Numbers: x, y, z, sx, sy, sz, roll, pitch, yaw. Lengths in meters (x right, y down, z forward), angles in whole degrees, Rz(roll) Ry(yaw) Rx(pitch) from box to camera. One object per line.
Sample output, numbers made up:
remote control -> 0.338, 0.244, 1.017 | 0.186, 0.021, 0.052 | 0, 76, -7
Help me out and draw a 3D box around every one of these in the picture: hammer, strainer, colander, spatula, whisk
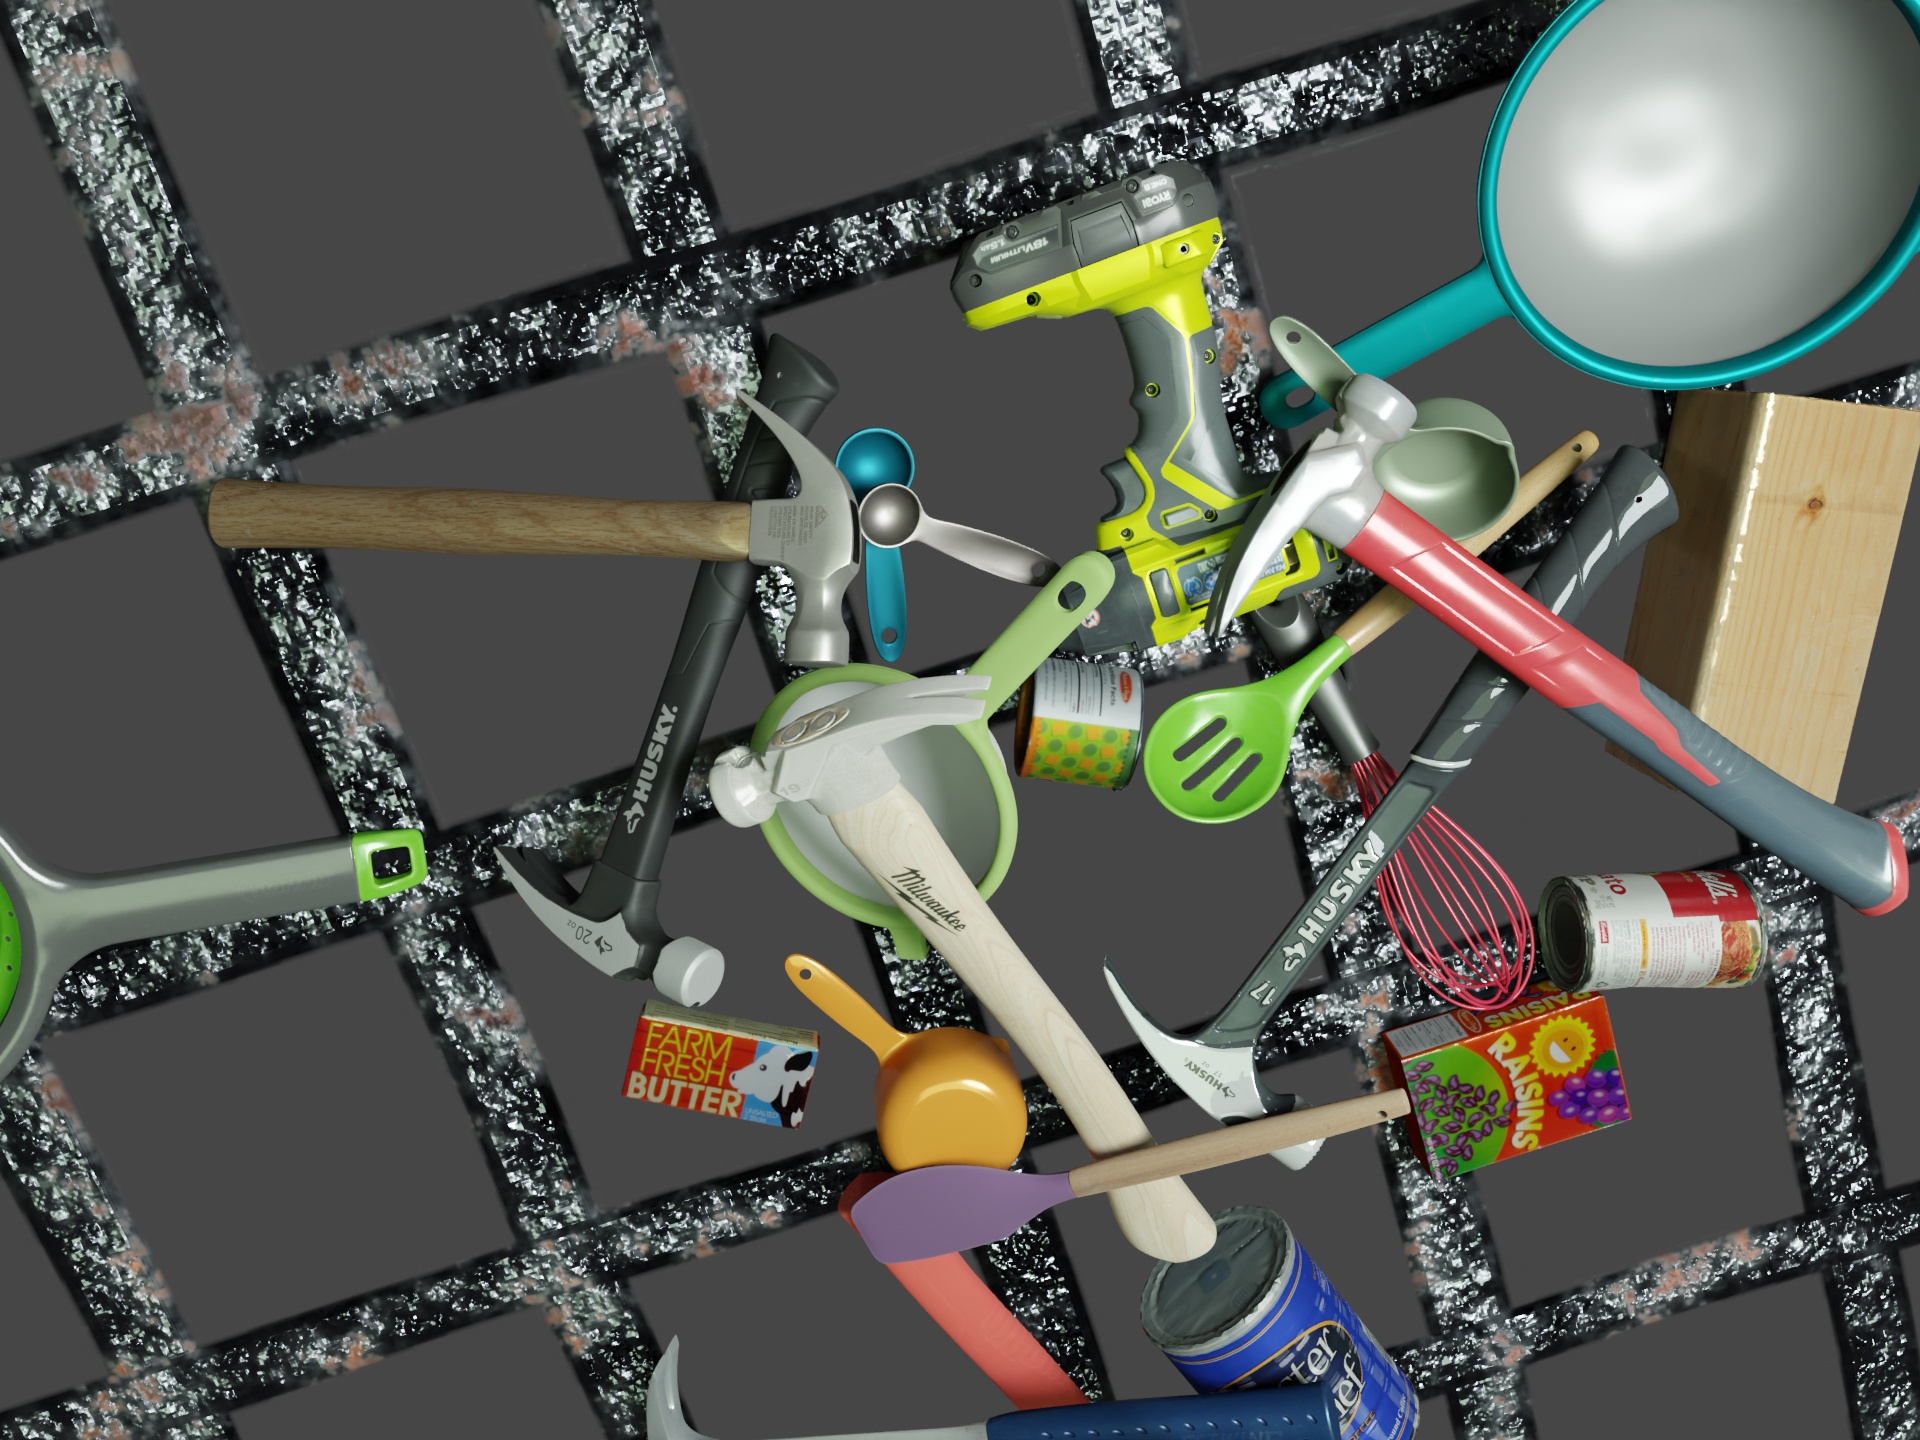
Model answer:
hammer -> 0.042, 0.148, 0.824 | 0.146, 0.038, 0.410 | -20, 121, 25
strainer -> -0.001, -0.003, 0.812 | 0.151, 0.069, 0.256 | 43, 122, 0
colander -> -0.487, 0.095, 0.825 | 0.397, 0.095, 0.204 | -9, 105, -21
spatula -> 0.083, 0.240, 0.851 | 0.316, 0.018, 0.059 | -19, 109, 18
hammer -> 0.234, 0.033, 0.834 | 0.149, 0.036, 0.409 | 35, 96, 3
whisk -> 0.231, 0.034, 0.877 | 0.073, 0.073, 0.295 | -31, 97, 3
hammer -> 0.307, -0.003, 0.789 | 0.386, 0.038, 0.143 | 34, 96, -9
hammer -> -0.212, -0.099, 0.783 | 0.331, 0.031, 0.130 | 3, 87, 8
hammer -> 0.007, 0.404, 0.901 | 0.405, 0.035, 0.144 | -12, 104, 16
strainer -> 0.305, -0.251, 0.804 | 0.340, 0.095, 0.210 | -27, 113, 24
hammer -> 0.043, 0.412, 0.962 | 0.149, 0.037, 0.359 | -38, 104, 5
hammer -> -0.137, -0.035, 0.817 | 0.146, 0.035, 0.335 | 21, 93, 29

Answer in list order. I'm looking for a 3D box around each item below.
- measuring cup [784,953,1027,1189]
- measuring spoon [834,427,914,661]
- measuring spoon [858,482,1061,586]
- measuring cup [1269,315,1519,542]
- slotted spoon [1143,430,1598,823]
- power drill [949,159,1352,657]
measuring cup -> -0.035, 0.197, 0.894 | 0.095, 0.052, 0.173 | -44, 105, 6
measuring spoon -> -0.044, -0.094, 0.845 | 0.042, 0.021, 0.128 | -9, 113, -11
measuring spoon -> 0.000, -0.095, 0.837 | 0.124, 0.018, 0.034 | 17, 107, -26
measuring cup -> 0.214, -0.156, 0.802 | 0.167, 0.038, 0.083 | 37, 132, -23
slotted spoon -> 0.222, -0.054, 0.839 | 0.314, 0.031, 0.070 | -39, 74, -8
power drill -> 0.083, -0.149, 0.802 | 0.171, 0.080, 0.223 | -20, 103, 4
